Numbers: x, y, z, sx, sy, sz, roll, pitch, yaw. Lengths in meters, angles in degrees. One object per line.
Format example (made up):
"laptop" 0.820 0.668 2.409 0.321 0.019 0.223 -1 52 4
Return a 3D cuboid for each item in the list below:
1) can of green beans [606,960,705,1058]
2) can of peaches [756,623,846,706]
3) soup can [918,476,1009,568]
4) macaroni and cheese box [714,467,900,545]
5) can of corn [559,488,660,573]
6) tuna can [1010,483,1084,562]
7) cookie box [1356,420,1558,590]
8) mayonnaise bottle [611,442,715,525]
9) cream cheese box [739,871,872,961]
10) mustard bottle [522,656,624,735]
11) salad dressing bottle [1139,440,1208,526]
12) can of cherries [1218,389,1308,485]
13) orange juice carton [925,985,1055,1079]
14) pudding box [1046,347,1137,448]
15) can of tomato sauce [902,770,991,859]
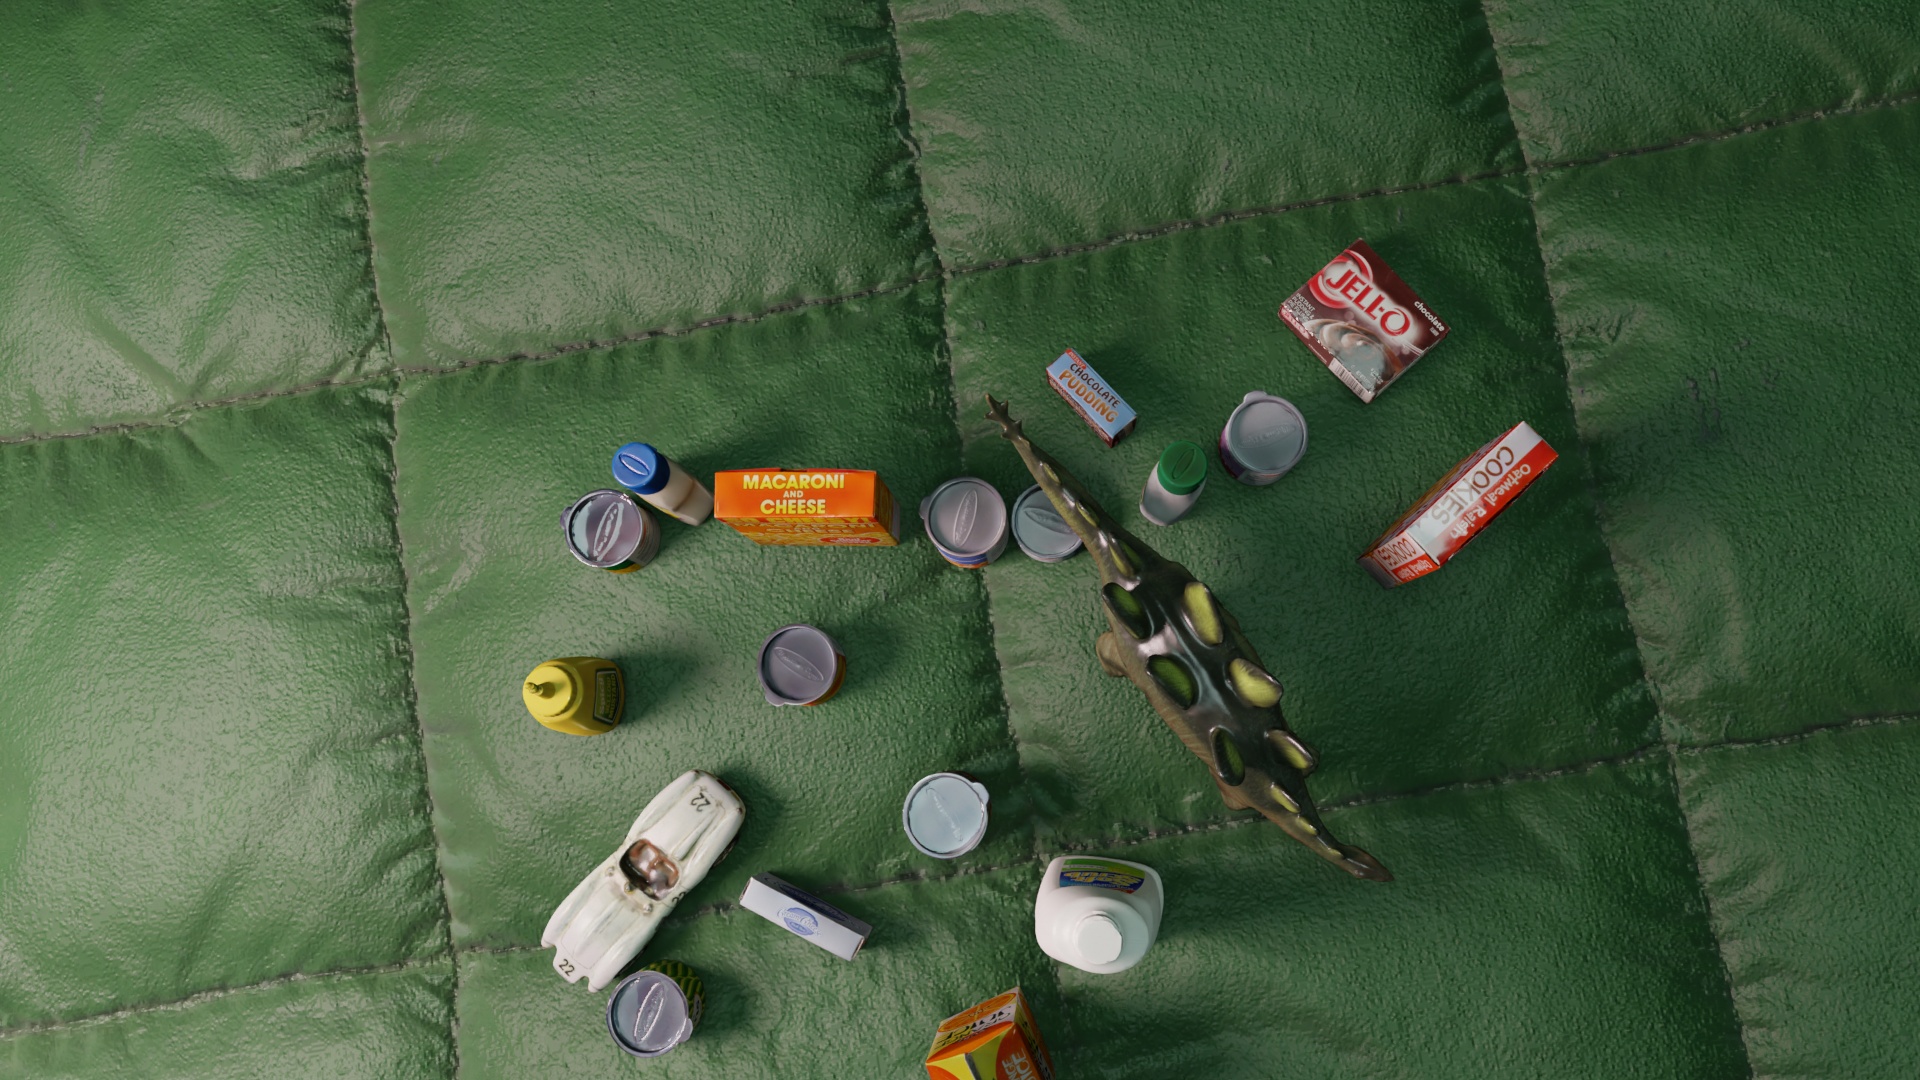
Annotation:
"can of green beans" -0.244 0.377 1.120 0.071 0.057 0.071 0 82 3
"can of peaches" -0.132 0.106 1.153 0.071 0.058 0.071 0 82 3
"soup can" 0.004 -0.014 1.150 0.071 0.083 0.071 0 82 4
"macaroni and cheese box" -0.119 -0.025 1.117 0.124 0.166 0.040 0 82 4
"can of corn" -0.297 -0.008 1.180 0.071 0.058 0.071 0 82 3
"tuna can" 0.077 -0.017 1.172 0.071 0.033 0.071 0 82 3
"cookie box" 0.384 -0.022 1.086 0.123 0.167 0.040 -43 82 -3
"mayonnaise bottle" -0.246 -0.048 1.138 0.065 0.148 0.041 32 85 7
"cream cheese box" -0.125 0.304 1.126 0.104 0.053 0.024 26 84 7
"mustard bottle" -0.313 0.123 1.110 0.049 0.160 0.065 0 82 4
"salad dressing bottle" 0.173 -0.048 1.112 0.044 0.147 0.064 34 86 7
"can of cherries" 0.251 -0.085 1.158 0.071 0.058 0.071 0 82 3
"orange juice carton" 0.024 0.395 1.033 0.073 0.192 0.072 -25 81 0
"pudding box" 0.111 -0.121 1.177 0.030 0.049 0.084 -42 82 -3
"can of tomato sauce" -0.008 0.217 1.117 0.071 0.083 0.071 0 82 4
